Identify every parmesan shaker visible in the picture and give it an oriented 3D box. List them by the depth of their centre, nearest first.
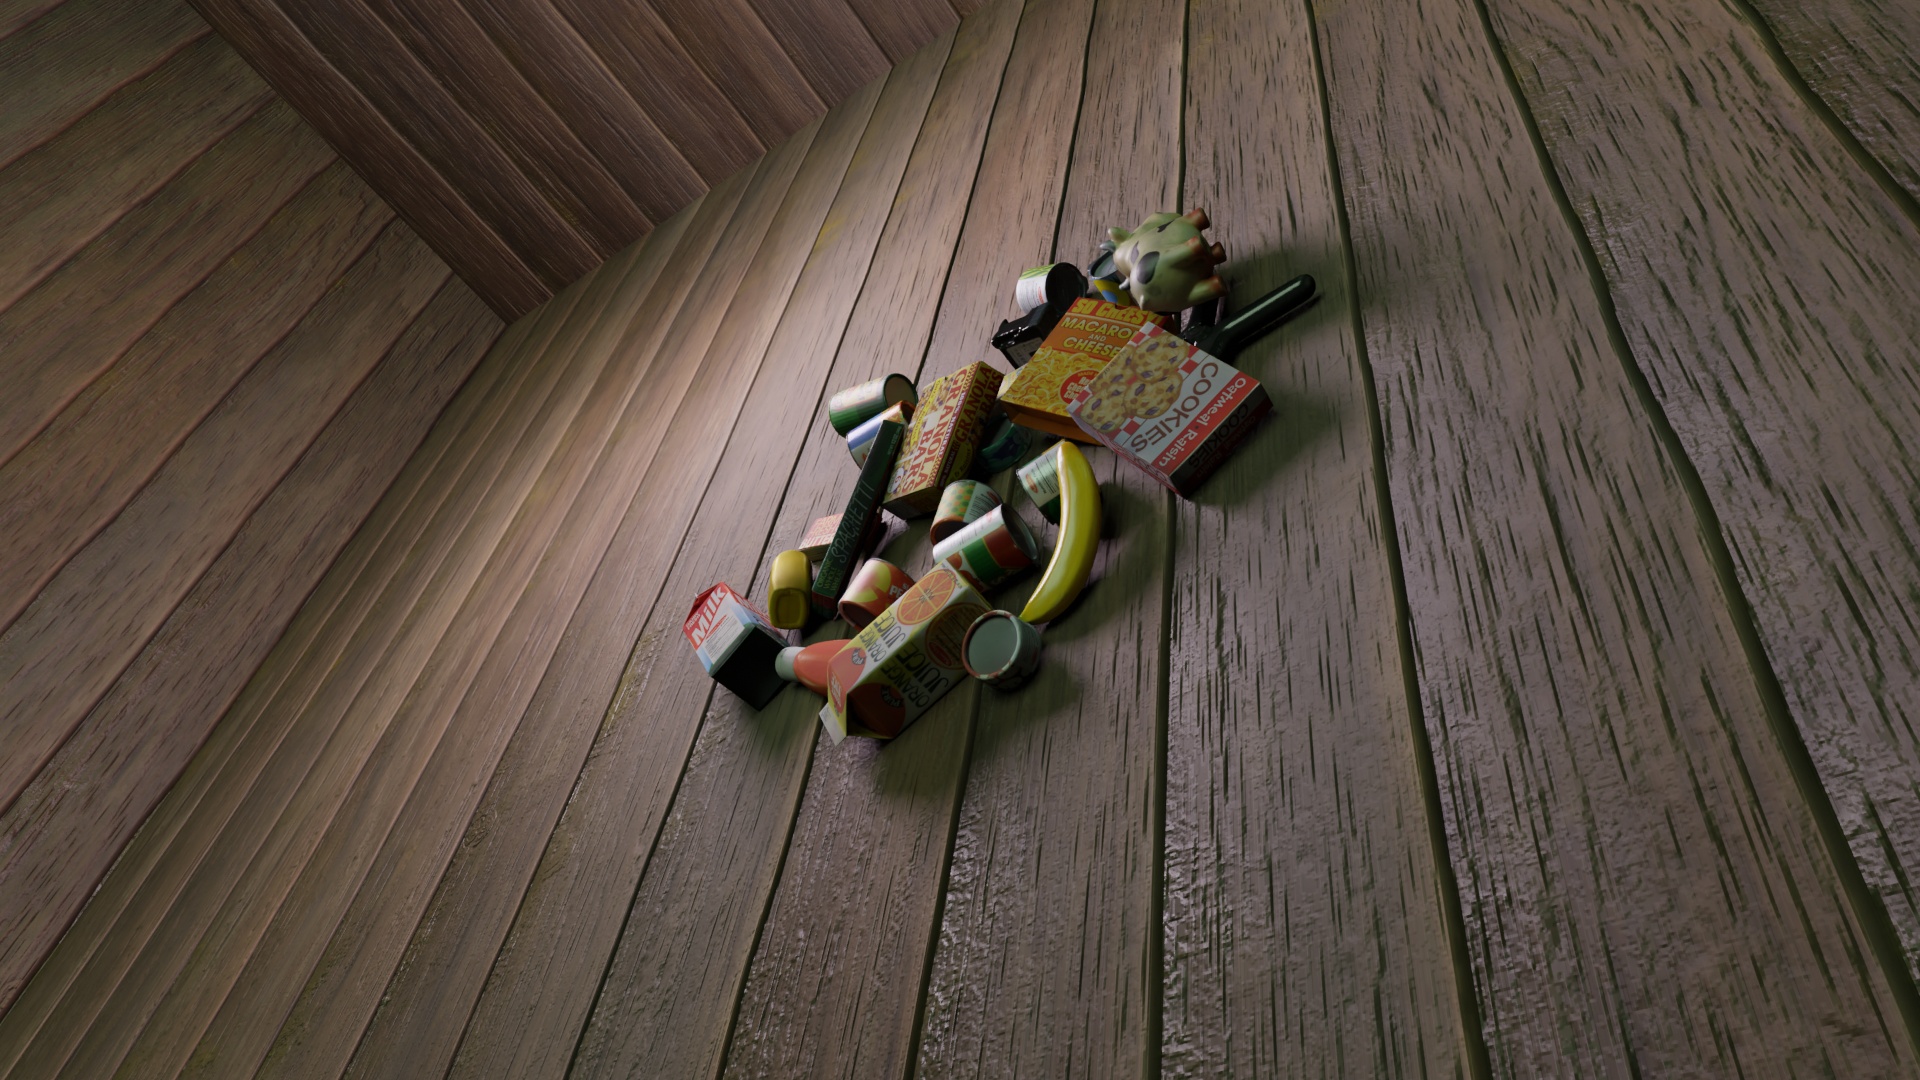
[{"bbox_3d":[-0.111,-0.175,1.796,0.103,0.071,0.072,-13,38,41],"label":"parmesan shaker"}]

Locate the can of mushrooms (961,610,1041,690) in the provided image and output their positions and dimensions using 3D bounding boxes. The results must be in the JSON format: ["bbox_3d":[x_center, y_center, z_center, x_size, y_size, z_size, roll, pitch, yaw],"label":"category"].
[{"bbox_3d":[0.034,0.098,1.236,0.071,0.033,0.071,-18,57,31],"label":"can of mushrooms"}]

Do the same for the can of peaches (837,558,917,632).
[{"bbox_3d":[-0.082,0.062,1.420,0.071,0.071,0.058,-3,46,49],"label":"can of peaches"}]

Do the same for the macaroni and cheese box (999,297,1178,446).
[{"bbox_3d":[0.139,-0.185,1.490,0.124,0.040,0.167,18,61,35],"label":"macaroni and cheese box"}]

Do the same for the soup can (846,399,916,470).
[{"bbox_3d":[-0.086,-0.125,1.693,0.083,0.071,0.072,-29,30,21],"label":"soup can"}]

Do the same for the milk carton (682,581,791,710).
[{"bbox_3d":[-0.250,0.108,1.547,0.073,0.072,0.191,-50,29,-2],"label":"milk carton"}]

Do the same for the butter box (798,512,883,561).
[{"bbox_3d":[-0.142,-0.007,1.636,0.103,0.024,0.053,-11,41,43],"label":"butter box"}]

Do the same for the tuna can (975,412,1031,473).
[{"bbox_3d":[0.041,-0.108,1.547,0.071,0.032,0.071,-30,29,19],"label":"tuna can"}]

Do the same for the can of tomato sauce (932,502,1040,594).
[{"bbox_3d":[0.026,0.014,1.358,0.083,0.071,0.071,-32,29,18],"label":"can of tomato sauce"}]

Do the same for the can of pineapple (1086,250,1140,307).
[{"bbox_3d":[0.191,-0.307,1.621,0.071,0.057,0.071,-30,29,19],"label":"can of pineapple"}]

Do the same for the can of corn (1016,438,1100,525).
[{"bbox_3d":[0.098,-0.058,1.373,0.058,0.071,0.071,-34,28,11],"label":"can of corn"}]

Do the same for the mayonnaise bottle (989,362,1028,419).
[{"bbox_3d":[0.075,-0.176,1.593,0.148,0.041,0.065,-28,32,23],"label":"mayonnaise bottle"}]

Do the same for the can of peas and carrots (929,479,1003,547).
[{"bbox_3d":[0.005,-0.018,1.427,0.071,0.071,0.059,-20,34,34],"label":"can of peas and carrots"}]

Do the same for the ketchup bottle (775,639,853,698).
[{"bbox_3d":[-0.135,0.129,1.411,0.148,0.043,0.065,0,47,51],"label":"ketchup bottle"}]

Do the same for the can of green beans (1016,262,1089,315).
[{"bbox_3d":[0.112,-0.306,1.710,0.058,0.071,0.071,4,51,54],"label":"can of green beans"}]

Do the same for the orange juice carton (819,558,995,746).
[{"bbox_3d":[-0.053,0.114,1.301,0.193,0.073,0.072,-42,28,-1],"label":"orange juice carton"}]

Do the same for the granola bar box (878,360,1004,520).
[{"bbox_3d":[-0.022,-0.112,1.563,0.124,0.039,0.166,-16,49,56],"label":"granola bar box"}]

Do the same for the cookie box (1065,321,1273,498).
[{"bbox_3d":[0.198,-0.127,1.329,0.123,0.040,0.168,-46,43,-3],"label":"cookie box"}]

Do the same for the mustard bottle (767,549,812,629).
[{"bbox_3d":[-0.193,0.045,1.584,0.049,0.065,0.161,3,22,-6],"label":"mustard bottle"}]

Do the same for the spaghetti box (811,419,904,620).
[{"bbox_3d":[-0.114,-0.027,1.569,0.050,0.029,0.251,100,-172,-57],"label":"spaghetti box"}]
